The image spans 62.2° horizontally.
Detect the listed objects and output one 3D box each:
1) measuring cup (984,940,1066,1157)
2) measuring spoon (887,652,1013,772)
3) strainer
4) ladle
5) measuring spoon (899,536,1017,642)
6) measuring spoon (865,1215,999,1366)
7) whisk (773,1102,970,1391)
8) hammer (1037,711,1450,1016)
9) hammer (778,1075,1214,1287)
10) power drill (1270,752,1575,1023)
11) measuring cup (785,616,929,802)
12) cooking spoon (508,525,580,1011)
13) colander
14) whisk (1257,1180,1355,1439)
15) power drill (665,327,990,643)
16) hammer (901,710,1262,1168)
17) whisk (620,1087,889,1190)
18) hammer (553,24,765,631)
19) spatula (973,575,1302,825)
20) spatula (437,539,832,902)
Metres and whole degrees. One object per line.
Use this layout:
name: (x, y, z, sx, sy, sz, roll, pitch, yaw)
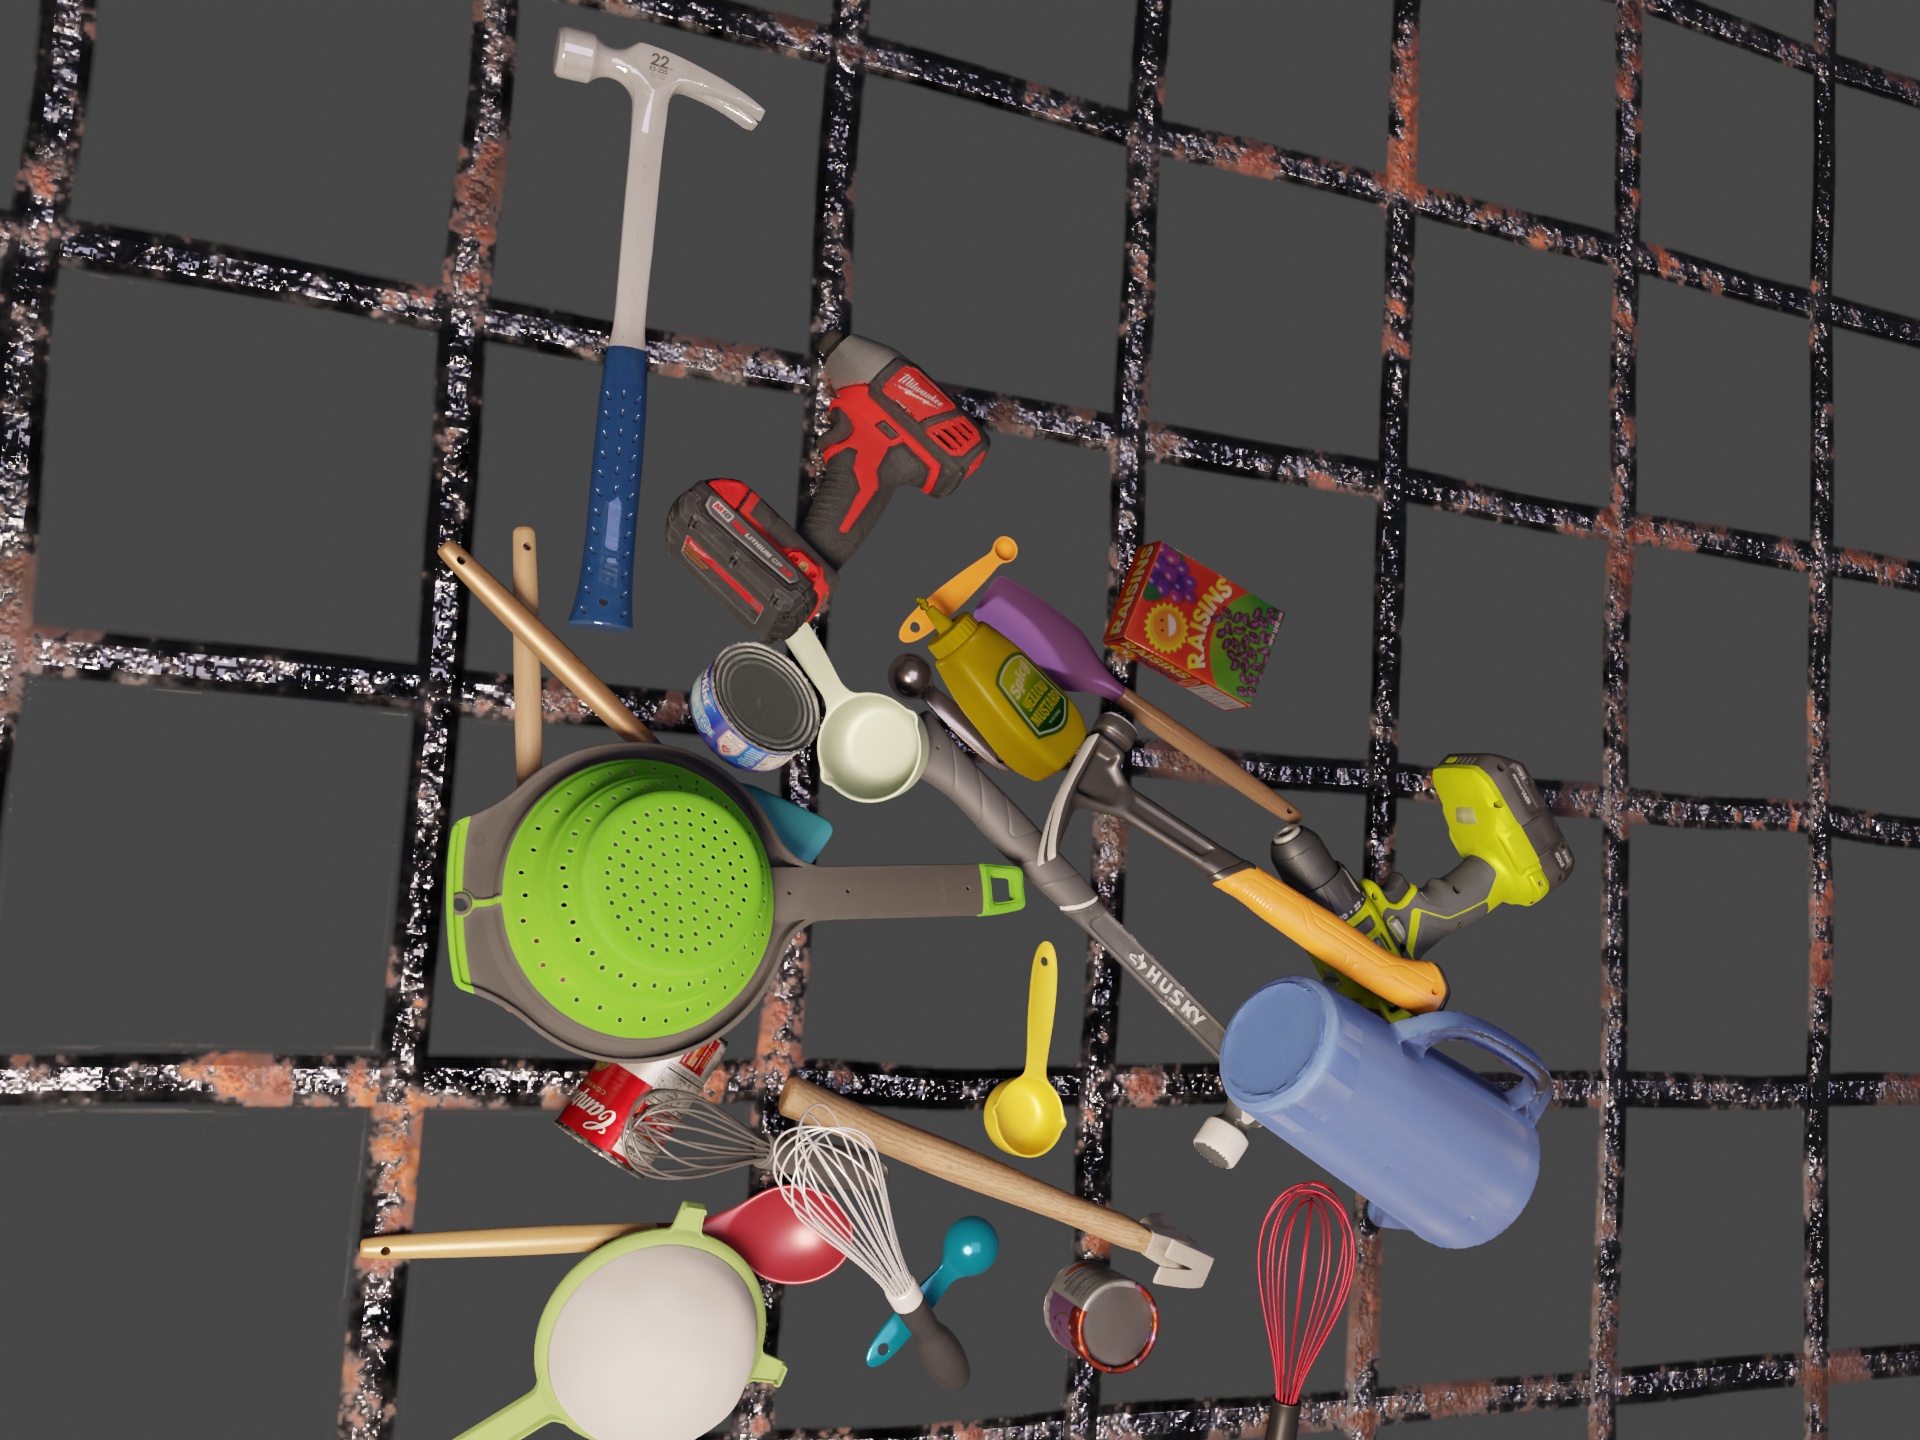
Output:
measuring cup: (0.050, 0.240, 1.167, 0.062, 0.029, 0.157, 17, 68, -24)
measuring spoon: (-0.002, -0.004, 1.162, 0.124, 0.018, 0.034, 42, 72, -15)
strainer: (-0.236, 0.430, 0.996, 0.256, 0.069, 0.151, -27, 107, -16)
ladle: (-0.225, 0.339, 1.041, 0.315, 0.031, 0.069, 5, 92, -20)
measuring spoon: (-0.003, -0.096, 1.176, 0.117, 0.011, 0.021, -42, 101, -16)
measuring spoon: (-0.018, 0.406, 1.123, 0.128, 0.021, 0.042, -45, 103, -19)
whisk: (-0.050, 0.361, 1.055, 0.070, 0.070, 0.284, -37, 123, -21)
hammer: (0.217, 0.132, 1.176, 0.337, 0.034, 0.127, 32, 64, -7)
hammer: (0.028, 0.323, 1.112, 0.331, 0.130, 0.031, 25, 82, -10)
power drill: (0.364, 0.123, 1.274, 0.228, 0.080, 0.190, -34, 100, -18)
measuring cup: (-0.082, -0.019, 1.121, 0.083, 0.038, 0.168, -35, 79, 13)
cooking spoon: (-0.283, 0.031, 1.044, 0.068, 0.017, 0.319, -1, 87, -26)
colander: (-0.115, 0.106, 1.014, 0.397, 0.094, 0.205, 2, 75, -28)
whisk: (0.252, 0.498, 1.211, 0.073, 0.073, 0.296, 9, 89, -22)
power drill: (-0.095, -0.171, 1.103, 0.143, 0.078, 0.220, 44, 67, -2)
hammer: (0.105, 0.145, 1.184, 0.408, 0.036, 0.149, 46, 66, -12)
whisk: (-0.127, 0.283, 1.035, 0.238, 0.055, 0.055, 28, 75, -45)
hammer: (-0.220, -0.262, 1.083, 0.144, 0.035, 0.405, 6, 84, -22)
spatula: (0.141, -0.004, 1.222, 0.315, 0.018, 0.060, 33, 78, -16)
spatula: (-0.220, -0.003, 1.049, 0.317, 0.044, 0.082, 47, 69, -19)
